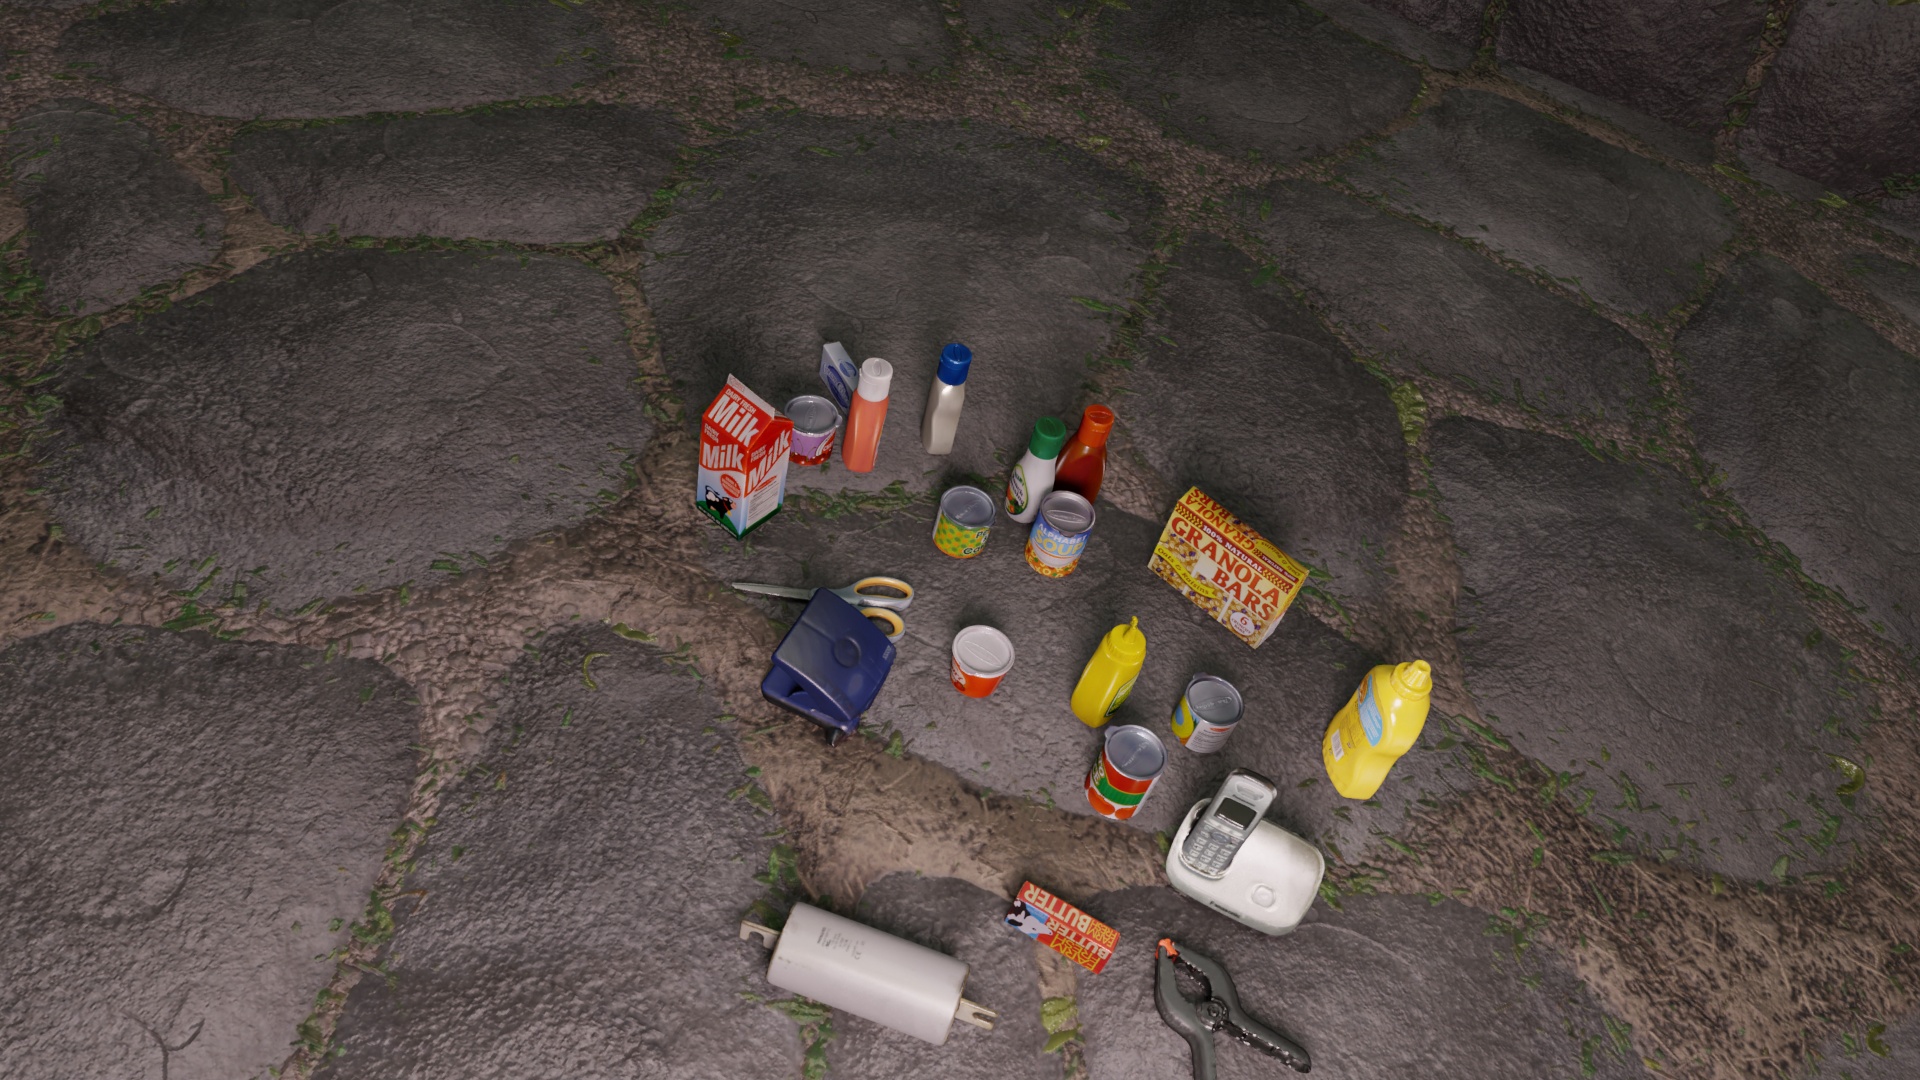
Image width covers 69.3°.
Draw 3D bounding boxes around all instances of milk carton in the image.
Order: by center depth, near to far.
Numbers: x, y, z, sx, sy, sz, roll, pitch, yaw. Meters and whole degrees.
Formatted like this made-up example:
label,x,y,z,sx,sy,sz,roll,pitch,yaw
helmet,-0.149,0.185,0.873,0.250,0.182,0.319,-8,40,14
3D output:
label,x,y,z,sx,sy,sz,roll,pitch,yaw
milk carton,-0.239,-0.097,1.542,0.072,0.189,0.074,37,51,18

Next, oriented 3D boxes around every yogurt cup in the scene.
label,x,y,z,sx,sy,sz,roll,pitch,yaw
yogurt cup,0.020,0.133,1.501,0.072,0.053,0.073,7,48,-8

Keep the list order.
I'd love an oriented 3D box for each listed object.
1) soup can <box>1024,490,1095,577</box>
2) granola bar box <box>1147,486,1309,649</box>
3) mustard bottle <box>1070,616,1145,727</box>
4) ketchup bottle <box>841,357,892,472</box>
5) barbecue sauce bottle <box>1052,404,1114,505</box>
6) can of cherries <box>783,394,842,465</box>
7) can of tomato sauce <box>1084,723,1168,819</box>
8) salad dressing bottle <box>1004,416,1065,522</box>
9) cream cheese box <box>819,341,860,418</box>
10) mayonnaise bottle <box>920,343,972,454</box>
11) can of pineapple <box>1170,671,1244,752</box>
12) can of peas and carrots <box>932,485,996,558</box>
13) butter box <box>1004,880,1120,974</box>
label,x,y,z,sx,sy,sz,roll,pitch,yaw
soup can,0.115,-0.005,1.627,0.071,0.083,0.072,7,48,-8
granola bar box,0.308,0.033,1.618,0.166,0.123,0.039,39,51,19
mustard bottle,0.163,0.134,1.467,0.049,0.159,0.065,39,51,19
ketchup bottle,-0.111,-0.151,1.652,0.043,0.148,0.065,5,49,-11
barbecue sauce bottle,0.148,-0.099,1.674,0.065,0.147,0.044,4,49,-12
can of cherries,-0.181,-0.132,1.676,0.071,0.058,0.072,7,48,-8
can of tomato sauce,0.168,0.238,1.429,0.071,0.082,0.071,7,48,-8
salad dressing bottle,0.090,-0.084,1.646,0.044,0.146,0.064,-7,52,-20
cream cheese box,-0.144,-0.197,1.747,0.024,0.053,0.104,-16,56,-26
mayonnaise bottle,-0.017,-0.175,1.697,0.041,0.147,0.065,1,50,-14
can of pineapple,0.269,0.188,1.516,0.071,0.057,0.071,7,48,-8
can of peas and carrots,0.006,-0.020,1.628,0.071,0.058,0.071,7,48,-8
butter box,0.097,0.367,1.318,0.103,0.052,0.024,27,49,10
